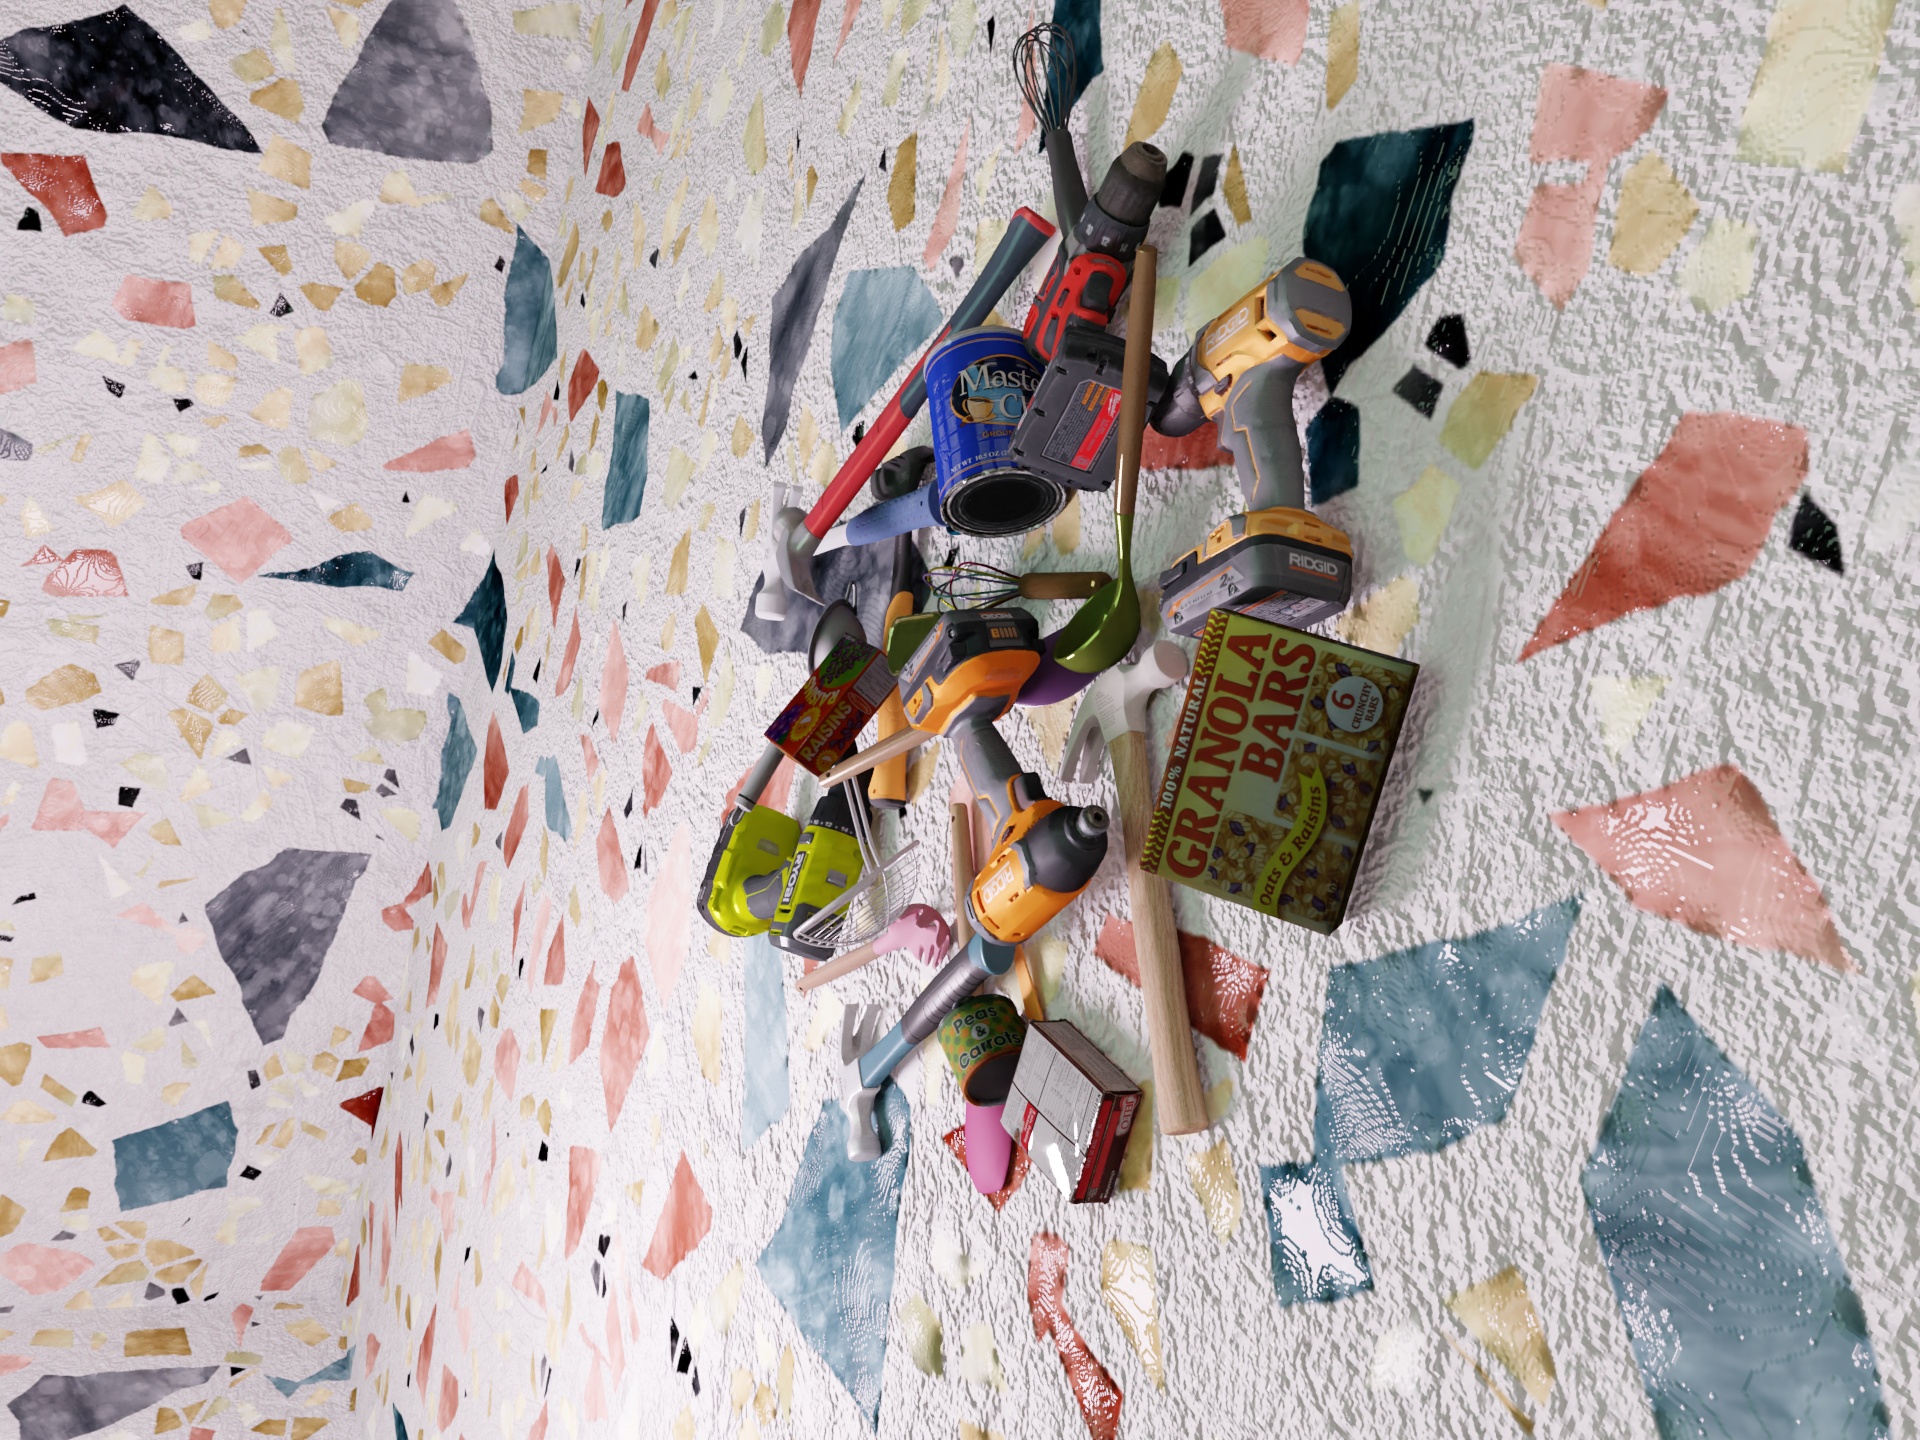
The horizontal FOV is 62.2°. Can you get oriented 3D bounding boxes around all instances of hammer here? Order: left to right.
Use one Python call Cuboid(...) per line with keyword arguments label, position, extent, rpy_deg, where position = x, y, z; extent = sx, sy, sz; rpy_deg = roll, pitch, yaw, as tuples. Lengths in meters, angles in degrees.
Cuboid(label="hammer", position=(-0.108, -0.186, 1.527), extent=(0.405, 0.035, 0.144), rpy_deg=(-4, 80, 62))
Cuboid(label="hammer", position=(-0.053, -0.086, 1.474), extent=(0.127, 0.034, 0.337), rpy_deg=(-13, 72, 60))
Cuboid(label="hammer", position=(-0.042, -0.276, 1.397), extent=(0.386, 0.038, 0.143), rpy_deg=(-51, 31, 20))
Cuboid(label="hammer", position=(-0.035, 0.253, 1.327), extent=(0.331, 0.033, 0.128), rpy_deg=(-53, 40, 48))
Cuboid(label="hammer", position=(0.129, 0.118, 1.103), extent=(0.130, 0.031, 0.332), rpy_deg=(-37, 52, 51))

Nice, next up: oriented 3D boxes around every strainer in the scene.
Cuboid(label="strainer", position=(-0.146, -0.013, 1.492), extent=(0.050, 0.086, 0.258), rpy_deg=(26, 80, 24))

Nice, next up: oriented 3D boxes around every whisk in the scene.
Cuboid(label="whisk", position=(0.046, -0.108, 1.307), extent=(0.245, 0.051, 0.047), rpy_deg=(6, 109, 57))
Cuboid(label="whisk", position=(0.085, -0.485, 1.328), extent=(0.055, 0.055, 0.239), rpy_deg=(-34, 59, 53))

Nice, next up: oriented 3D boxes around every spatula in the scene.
Cuboid(label="spatula", position=(-0.002, -0.004, 1.290), extent=(0.316, 0.018, 0.060), rpy_deg=(-26, 59, 34))

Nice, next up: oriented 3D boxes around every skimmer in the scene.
Cuboid(label="skimmer", position=(-0.108, 0.064, 1.397), extent=(0.127, 0.090, 0.364), rpy_deg=(-38, 35, 14))

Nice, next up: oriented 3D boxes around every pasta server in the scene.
Cuboid(label="pasta server", position=(-0.090, 0.218, 1.456), extent=(0.040, 0.060, 0.316), rpy_deg=(-47, 7, -34))

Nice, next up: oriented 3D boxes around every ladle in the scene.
Cuboid(label="ladle", position=(0.103, -0.170, 1.095), extent=(0.078, 0.062, 0.319), rpy_deg=(-70, -15, -52))

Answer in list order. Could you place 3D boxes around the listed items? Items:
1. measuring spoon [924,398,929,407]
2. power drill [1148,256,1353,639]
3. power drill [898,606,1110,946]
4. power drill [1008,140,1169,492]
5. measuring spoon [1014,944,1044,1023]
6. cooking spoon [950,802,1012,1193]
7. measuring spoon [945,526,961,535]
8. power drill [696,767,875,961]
Cuboid(label="measuring spoon", position=(-0.012, -0.349, 1.485), extent=(0.124, 0.018, 0.034), rpy_deg=(-63, 34, 28))
Cuboid(label="power drill", position=(0.179, -0.164, 1.043), extent=(0.185, 0.084, 0.226), rpy_deg=(-28, 55, 60))
Cuboid(label="power drill", position=(0.038, 0.032, 1.159), extent=(0.164, 0.084, 0.227), rpy_deg=(-49, 52, 52))
Cuboid(label="power drill", position=(0.101, -0.299, 1.166), extent=(0.227, 0.080, 0.187), rpy_deg=(-86, 18, -44))
Cuboid(label="measuring spoon", position=(0.055, 0.205, 1.235), extent=(0.021, 0.011, 0.117), rpy_deg=(124, 139, -50))
Cuboid(label="cooking spoon", position=(0.010, 0.220, 1.298), extent=(0.068, 0.017, 0.319), rpy_deg=(-33, 56, 52))
Cuboid(label="measuring spoon", position=(0.008, -0.221, 1.426), extent=(0.042, 0.021, 0.129), rpy_deg=(-36, 44, 53))
Cuboid(label="power drill", position=(-0.163, 0.134, 1.556), extent=(0.228, 0.080, 0.191), rpy_deg=(-9, 59, 58))
